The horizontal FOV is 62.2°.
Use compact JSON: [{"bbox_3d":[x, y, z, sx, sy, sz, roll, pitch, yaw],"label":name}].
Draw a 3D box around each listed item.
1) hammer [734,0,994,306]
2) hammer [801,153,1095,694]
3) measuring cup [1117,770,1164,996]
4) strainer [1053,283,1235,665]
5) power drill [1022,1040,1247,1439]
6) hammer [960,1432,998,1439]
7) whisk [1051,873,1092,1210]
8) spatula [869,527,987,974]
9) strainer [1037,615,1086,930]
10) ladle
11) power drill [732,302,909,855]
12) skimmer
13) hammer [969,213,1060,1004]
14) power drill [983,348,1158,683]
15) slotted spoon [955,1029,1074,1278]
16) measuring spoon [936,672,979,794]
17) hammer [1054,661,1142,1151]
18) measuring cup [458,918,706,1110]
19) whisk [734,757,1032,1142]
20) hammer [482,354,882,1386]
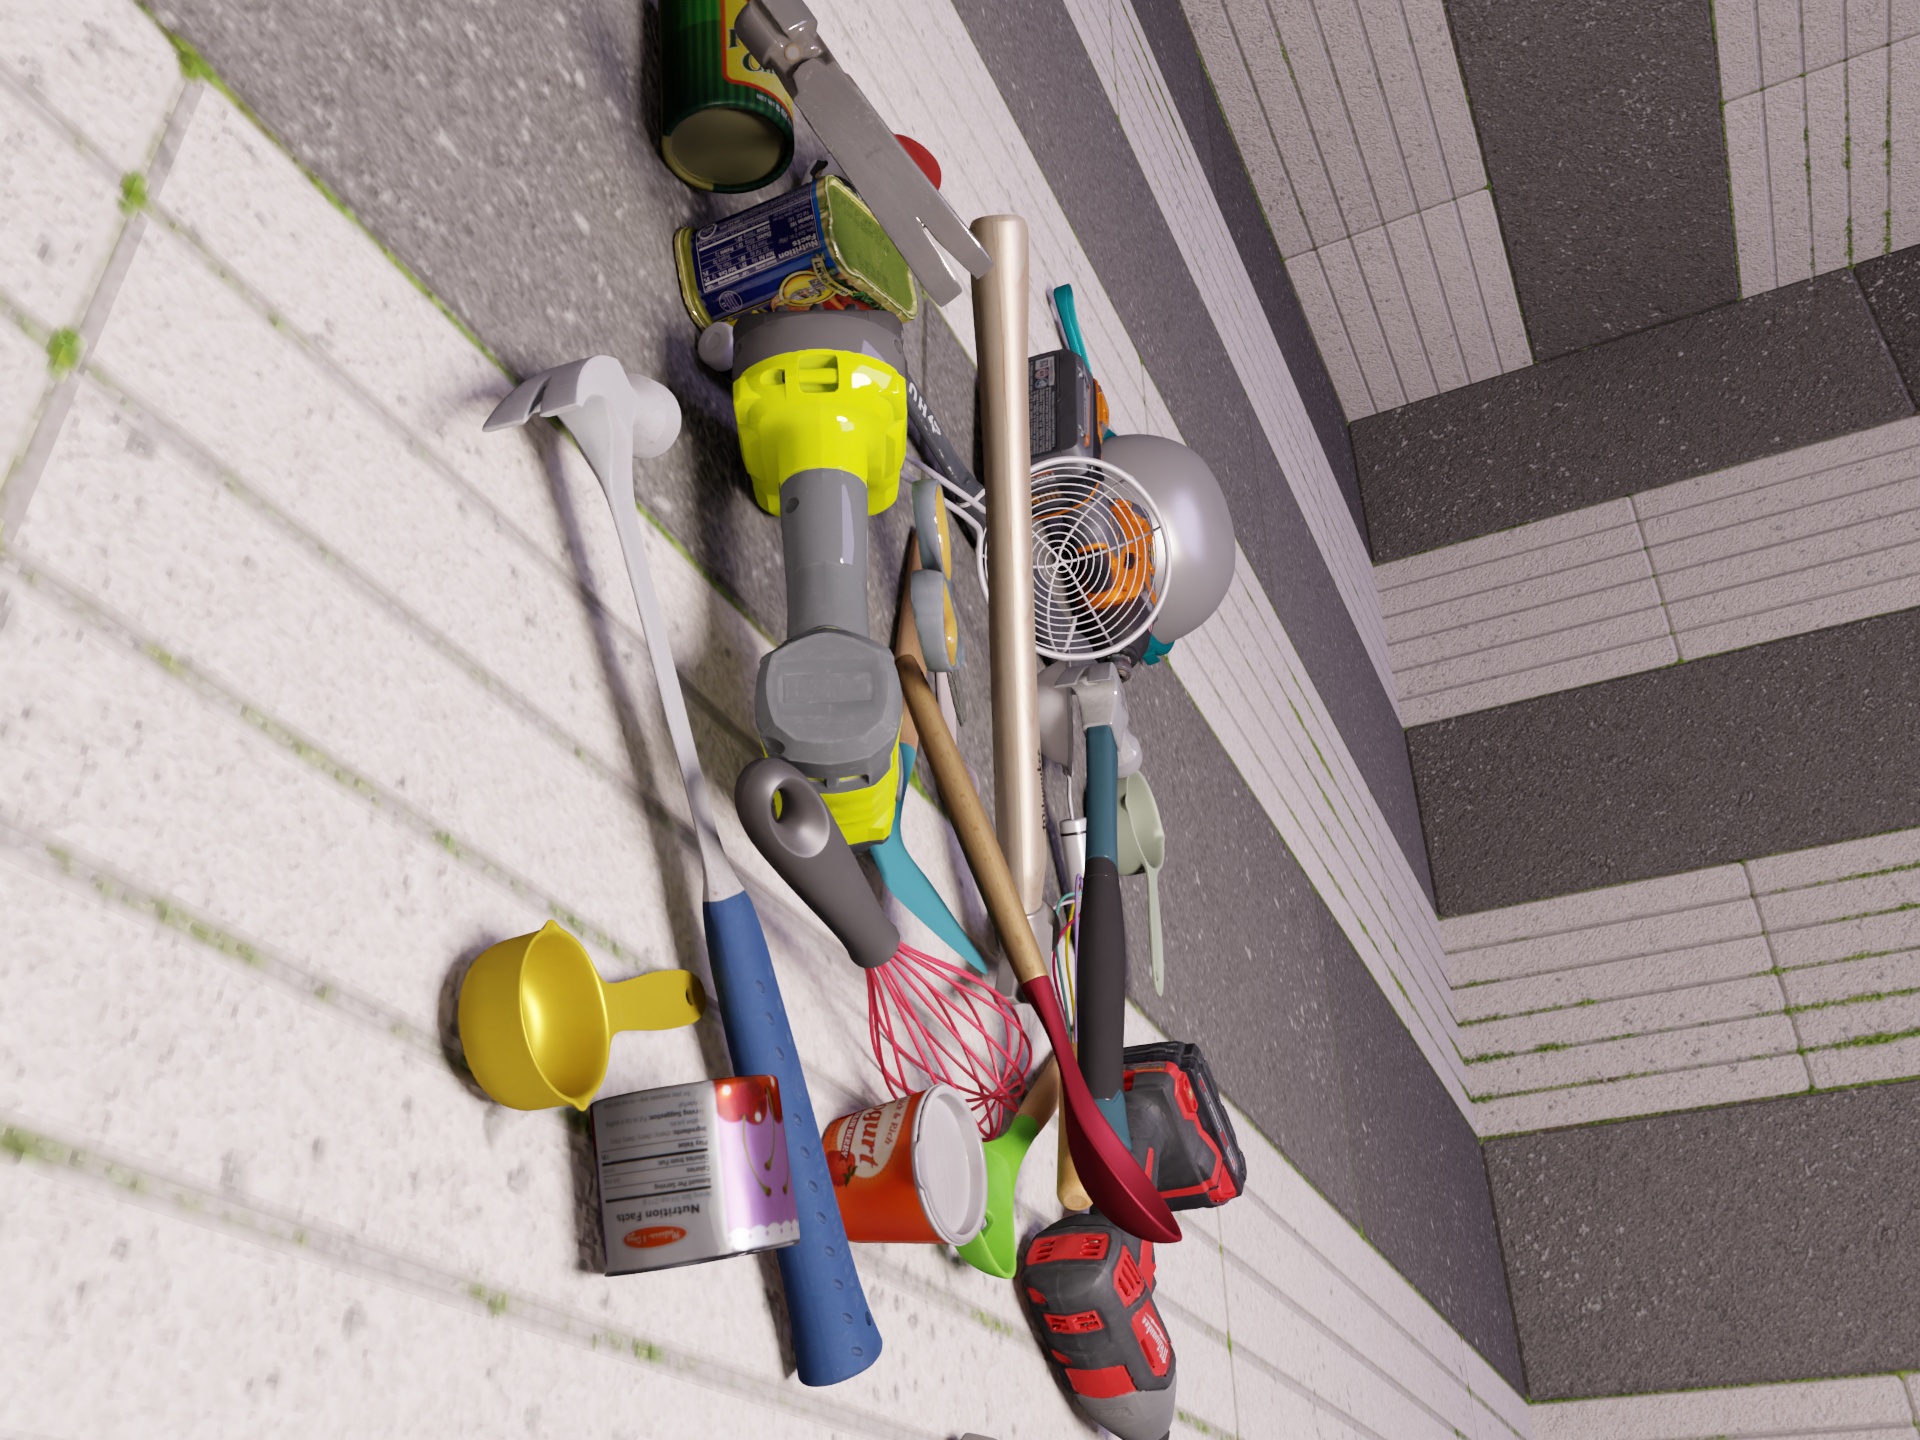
[{"bbox_3d":[-0.032,-0.291,0.847,0.149,0.036,0.359,52,12,-10],"label":"hammer"},{"bbox_3d":[0.000,-0.153,1.020,0.408,0.036,0.149,55,30,-42],"label":"hammer"},{"bbox_3d":[0.120,0.117,1.135,0.083,0.038,0.168,39,43,-56],"label":"measuring cup"},{"bbox_3d":[0.172,-0.230,1.412,0.211,0.095,0.340,-45,119,-66],"label":"strainer"},{"bbox_3d":[0.104,0.301,0.924,0.143,0.078,0.220,67,25,-19],"label":"power drill"},{"bbox_3d":[0.105,0.407,0.830,0.331,0.130,0.031,55,43,-59],"label":"hammer"},{"bbox_3d":[0.069,0.180,0.919,0.051,0.047,0.245,39,30,-21],"label":"whisk"},{"bbox_3d":[-0.020,-0.005,0.853,0.082,0.044,0.318,45,32,-35],"label":"spatula"},{"bbox_3d":[0.071,0.062,1.046,0.087,0.050,0.258,39,43,-88],"label":"strainer"},{"bbox_3d":[0.026,0.100,0.758,0.316,0.031,0.069,67,9,24],"label":"ladle"},{"bbox_3d":[-0.060,-0.056,0.716,0.171,0.080,0.223,97,-9,-67],"label":"power drill"},{"bbox_3d":[0.001,-0.132,0.893,0.363,0.090,0.127,24,87,-54],"label":"skimmer"},{"bbox_3d":[0.028,-0.057,0.842,0.146,0.038,0.410,-65,152,-83],"label":"hammer"},{"bbox_3d":[0.091,-0.142,1.179,0.226,0.084,0.164,56,29,-48],"label":"power drill"},{"bbox_3d":[0.044,0.220,0.891,0.070,0.031,0.314,65,20,-2],"label":"slotted spoon"},{"bbox_3d":[-0.001,-0.003,0.938,0.034,0.018,0.124,42,38,-54],"label":"measuring spoon"},{"bbox_3d":[0.082,0.099,0.915,0.128,0.033,0.331,68,20,-45],"label":"hammer"},{"bbox_3d":[-0.128,0.103,0.560,0.156,0.029,0.062,31,46,-77],"label":"measuring cup"},{"bbox_3d":[-0.031,0.106,0.691,0.295,0.073,0.073,62,24,-48],"label":"whisk"},{"bbox_3d":[-0.097,0.058,0.614,0.144,0.035,0.405,-37,113,-83],"label":"hammer"}]
